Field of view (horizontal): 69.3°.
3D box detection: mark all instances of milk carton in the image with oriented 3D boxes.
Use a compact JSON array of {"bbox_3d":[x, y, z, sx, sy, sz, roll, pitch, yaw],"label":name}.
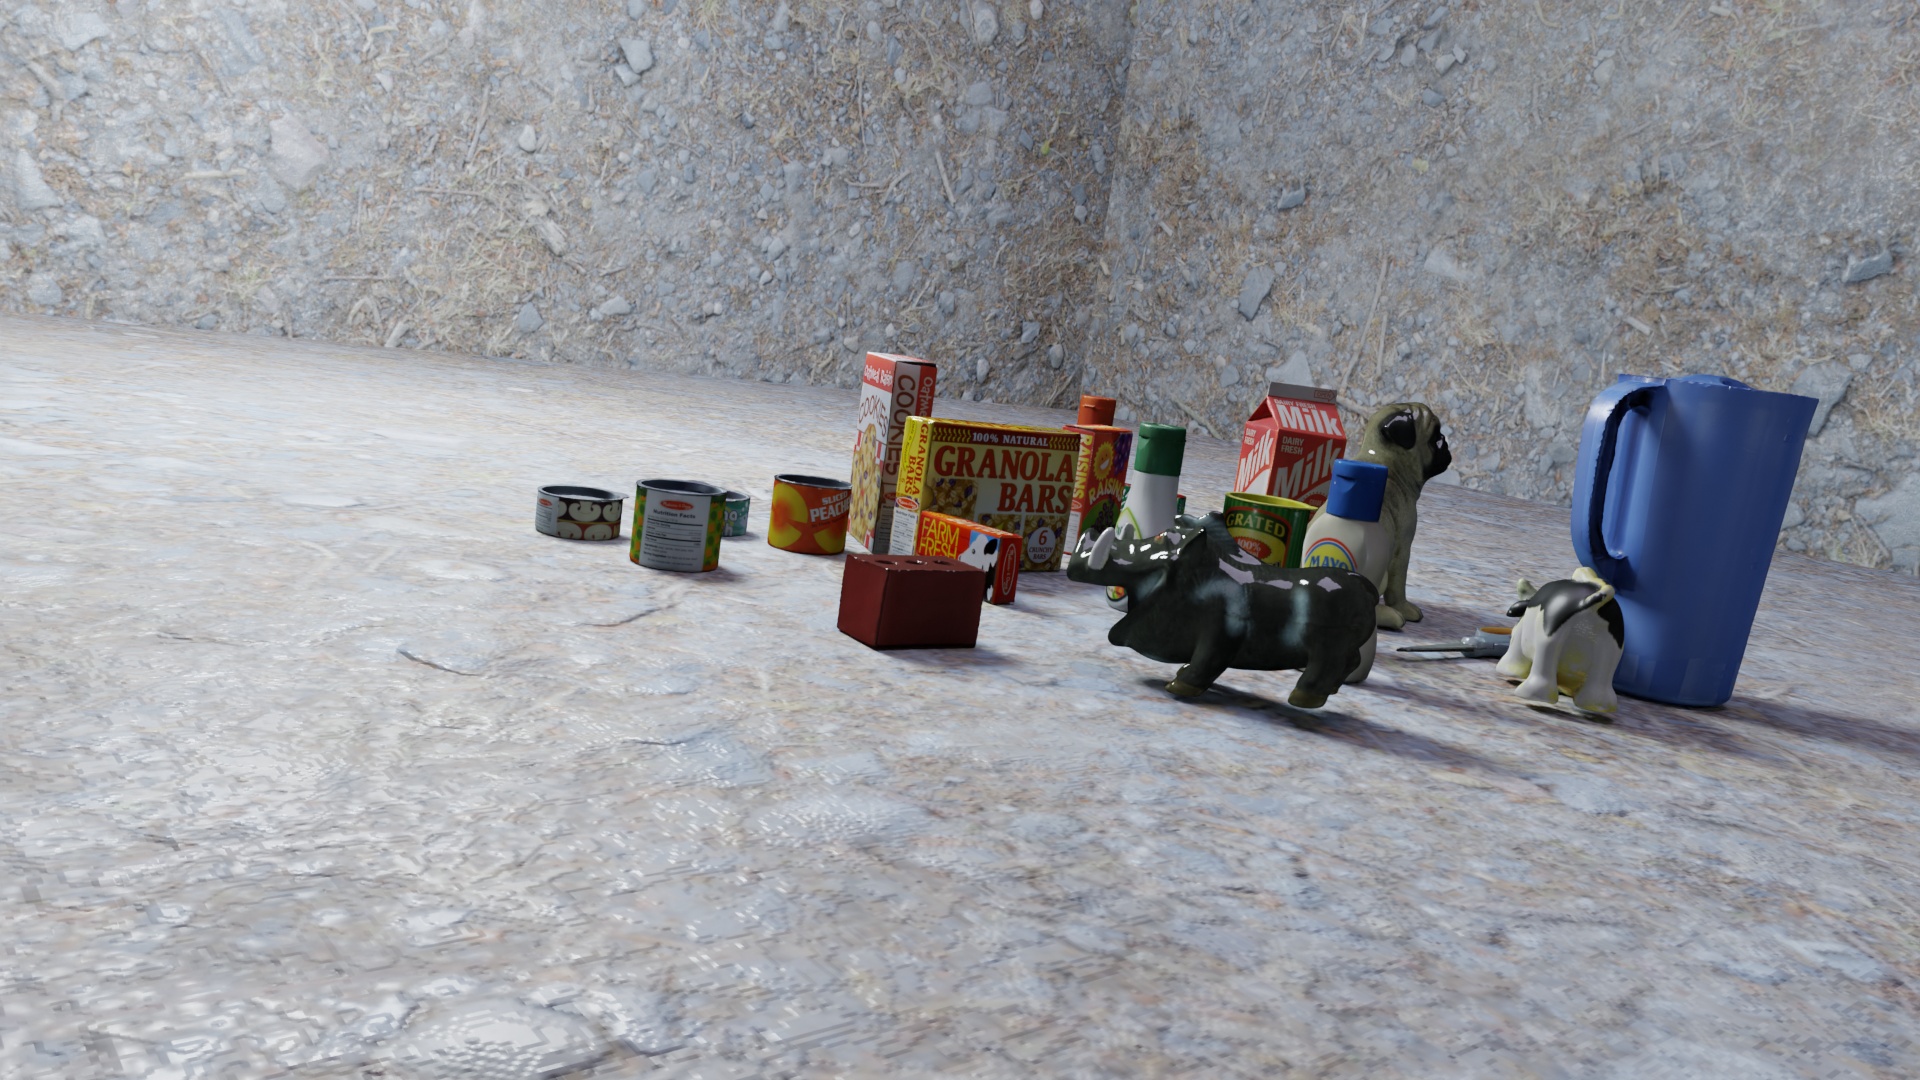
[{"bbox_3d":[0.305,-0.051,1.301,0.072,0.190,0.073,6,9,-14],"label":"milk carton"}]

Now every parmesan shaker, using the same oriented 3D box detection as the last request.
[{"bbox_3d":[0.232,0.019,1.076,0.071,0.103,0.071,8,8,-1],"label":"parmesan shaker"}]

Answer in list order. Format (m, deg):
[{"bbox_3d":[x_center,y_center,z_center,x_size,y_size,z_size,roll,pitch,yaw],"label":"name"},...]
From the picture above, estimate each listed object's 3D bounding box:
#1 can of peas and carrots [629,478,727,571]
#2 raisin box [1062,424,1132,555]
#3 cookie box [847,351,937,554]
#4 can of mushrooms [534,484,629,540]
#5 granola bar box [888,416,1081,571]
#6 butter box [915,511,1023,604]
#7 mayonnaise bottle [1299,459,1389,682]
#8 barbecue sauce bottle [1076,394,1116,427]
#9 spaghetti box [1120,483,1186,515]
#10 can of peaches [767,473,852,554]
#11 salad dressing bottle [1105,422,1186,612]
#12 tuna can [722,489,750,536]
[{"bbox_3d":[-0.207,-0.012,1.023,0.071,0.058,0.071,8,9,-1],"label":"can of peas and carrots"},{"bbox_3d":[0.125,-0.050,1.354,0.040,0.123,0.086,13,10,31],"label":"raisin box"},{"bbox_3d":[-0.063,-0.080,1.231,0.040,0.167,0.123,6,9,-17],"label":"cookie box"},{"bbox_3d":[-0.296,-0.022,1.089,0.071,0.033,0.071,8,9,-1],"label":"can of mushrooms"},{"bbox_3d":[0.023,-0.037,1.176,0.166,0.124,0.039,1,11,-39],"label":"granola bar box"},{"bbox_3d":[0.004,0.012,1.077,0.024,0.053,0.103,1,11,-39],"label":"butter box"},{"bbox_3d":[0.262,0.019,0.954,0.041,0.147,0.065,0,11,-43],"label":"mayonnaise bottle"},{"bbox_3d":[0.131,-0.074,1.428,0.065,0.148,0.044,13,10,32],"label":"barbecue sauce bottle"},{"bbox_3d":[0.146,-0.050,1.610,0.250,0.050,0.029,14,10,36],"label":"spaghetti box"},{"bbox_3d":[-0.124,-0.022,1.160,0.071,0.058,0.071,8,9,-1],"label":"can of peaches"},{"bbox_3d":[0.148,-0.018,1.088,0.044,0.147,0.064,5,9,-23],"label":"salad dressing bottle"},{"bbox_3d":[-0.212,-0.025,1.182,0.071,0.032,0.071,8,9,-1],"label":"tuna can"}]
